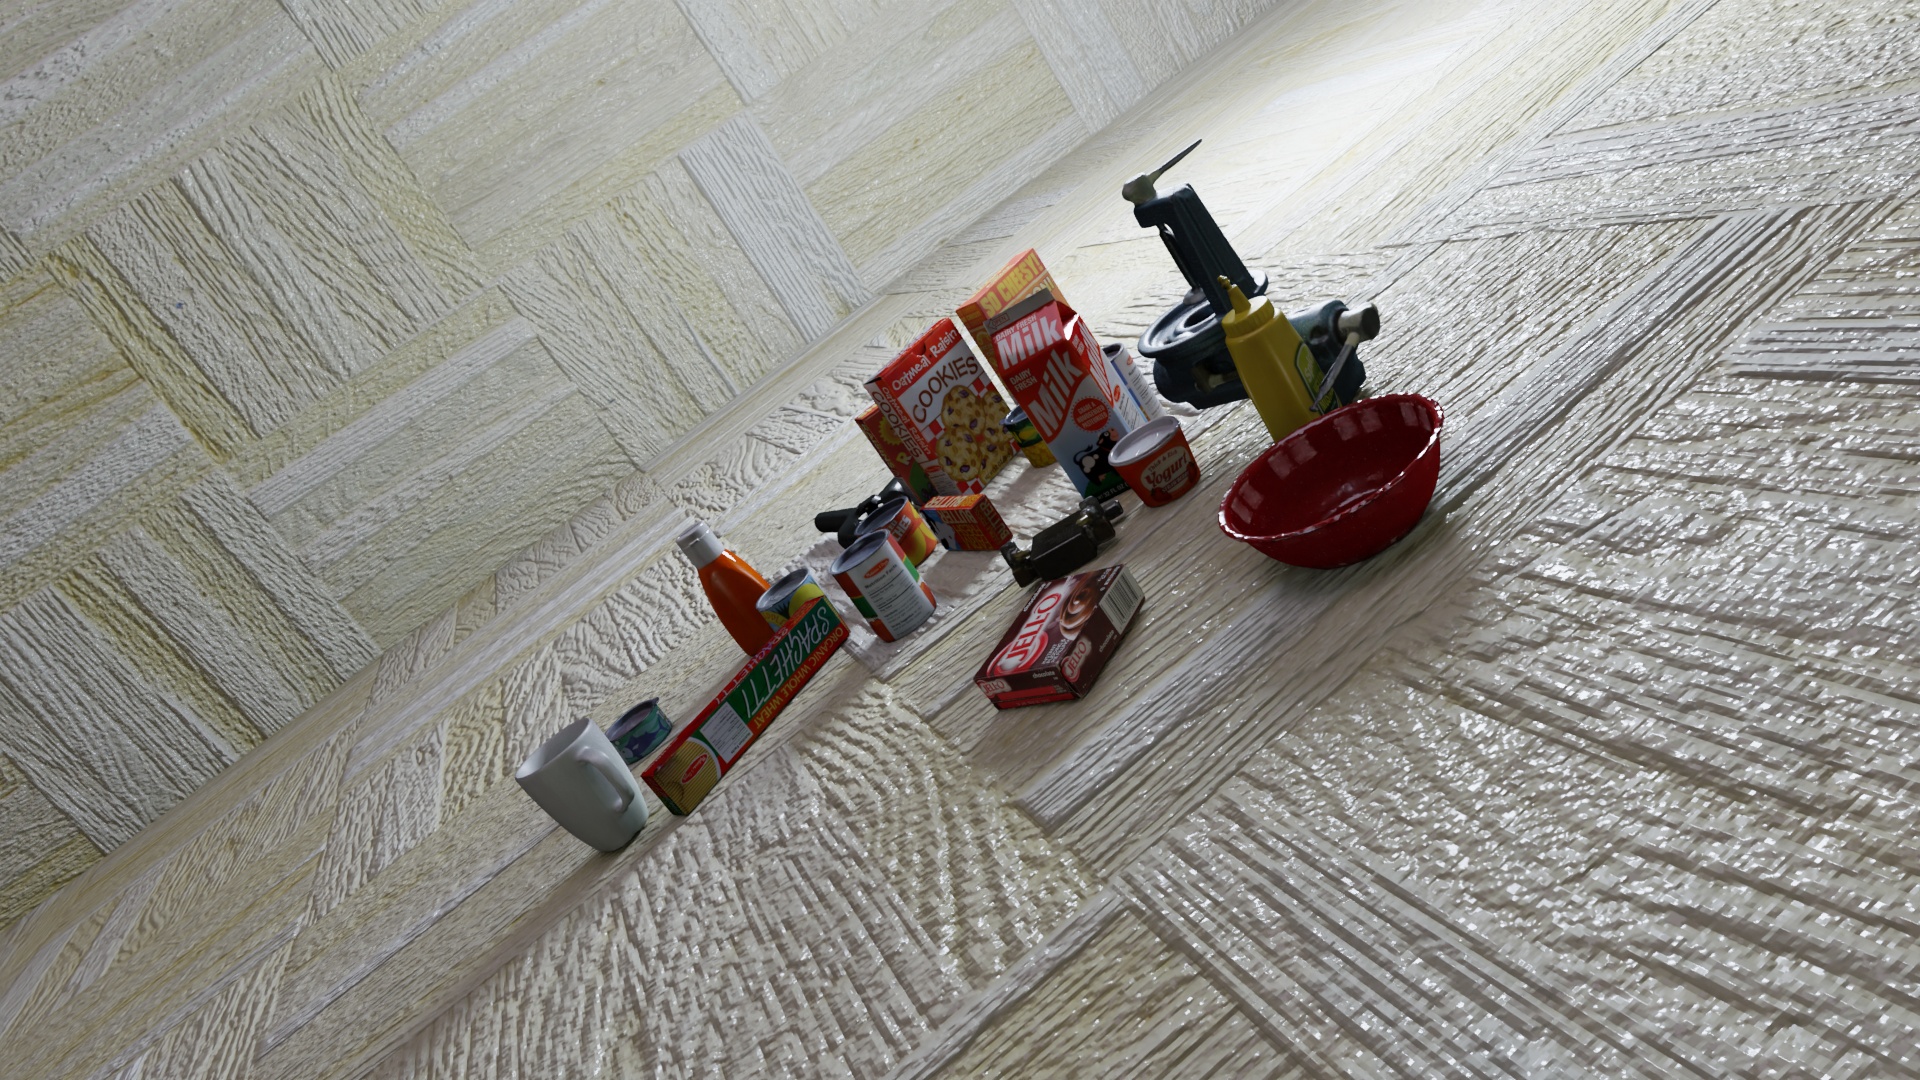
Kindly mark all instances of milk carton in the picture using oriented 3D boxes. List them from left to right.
[{"bbox_3d":[0.100,-0.132,1.245,0.072,0.190,0.074,-27,19,24],"label":"milk carton"}]

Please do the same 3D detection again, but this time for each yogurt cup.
[{"bbox_3d":[0.167,-0.065,1.175,0.072,0.054,0.072,-31,18,11],"label":"yogurt cup"}]

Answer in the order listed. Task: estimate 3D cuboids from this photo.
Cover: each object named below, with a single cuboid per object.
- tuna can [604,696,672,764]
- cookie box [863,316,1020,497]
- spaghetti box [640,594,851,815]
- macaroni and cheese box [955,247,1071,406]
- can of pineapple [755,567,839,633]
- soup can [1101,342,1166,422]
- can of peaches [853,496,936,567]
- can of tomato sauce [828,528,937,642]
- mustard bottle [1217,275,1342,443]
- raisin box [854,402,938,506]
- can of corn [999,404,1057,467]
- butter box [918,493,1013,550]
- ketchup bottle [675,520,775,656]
[{"bbox_3d":[-0.328,0.195,1.423,0.071,0.032,0.071,-31,18,11],"label":"tuna can"},{"bbox_3d":[-0.012,-0.139,1.498,0.040,0.167,0.123,-13,28,51],"label":"cookie box"},{"bbox_3d":[-0.191,0.146,1.273,0.028,0.050,0.251,-15,26,47],"label":"spaghetti box"},{"bbox_3d":[0.081,-0.223,1.552,0.040,0.166,0.124,-14,27,49],"label":"macaroni and cheese box"},{"bbox_3d":[-0.166,0.071,1.411,0.071,0.057,0.071,-31,18,11],"label":"can of pineapple"},{"bbox_3d":[0.149,-0.138,1.347,0.071,0.083,0.071,-31,18,11],"label":"soup can"},{"bbox_3d":[-0.066,-0.002,1.421,0.071,0.058,0.071,-31,18,11],"label":"can of peaches"},{"bbox_3d":[-0.070,0.041,1.276,0.071,0.083,0.071,-31,18,11],"label":"can of tomato sauce"},{"bbox_3d":[0.237,-0.132,1.047,0.048,0.160,0.066,-22,21,35],"label":"mustard bottle"},{"bbox_3d":[-0.050,-0.112,1.571,0.086,0.123,0.040,-39,18,-13],"label":"raisin box"},{"bbox_3d":[0.085,-0.116,1.445,0.071,0.058,0.071,-31,18,11],"label":"can of corn"},{"bbox_3d":[0.005,-0.017,1.341,0.024,0.053,0.103,-43,19,-23],"label":"butter box"},{"bbox_3d":[-0.239,0.048,1.454,0.065,0.148,0.043,-35,17,1],"label":"ketchup bottle"}]
